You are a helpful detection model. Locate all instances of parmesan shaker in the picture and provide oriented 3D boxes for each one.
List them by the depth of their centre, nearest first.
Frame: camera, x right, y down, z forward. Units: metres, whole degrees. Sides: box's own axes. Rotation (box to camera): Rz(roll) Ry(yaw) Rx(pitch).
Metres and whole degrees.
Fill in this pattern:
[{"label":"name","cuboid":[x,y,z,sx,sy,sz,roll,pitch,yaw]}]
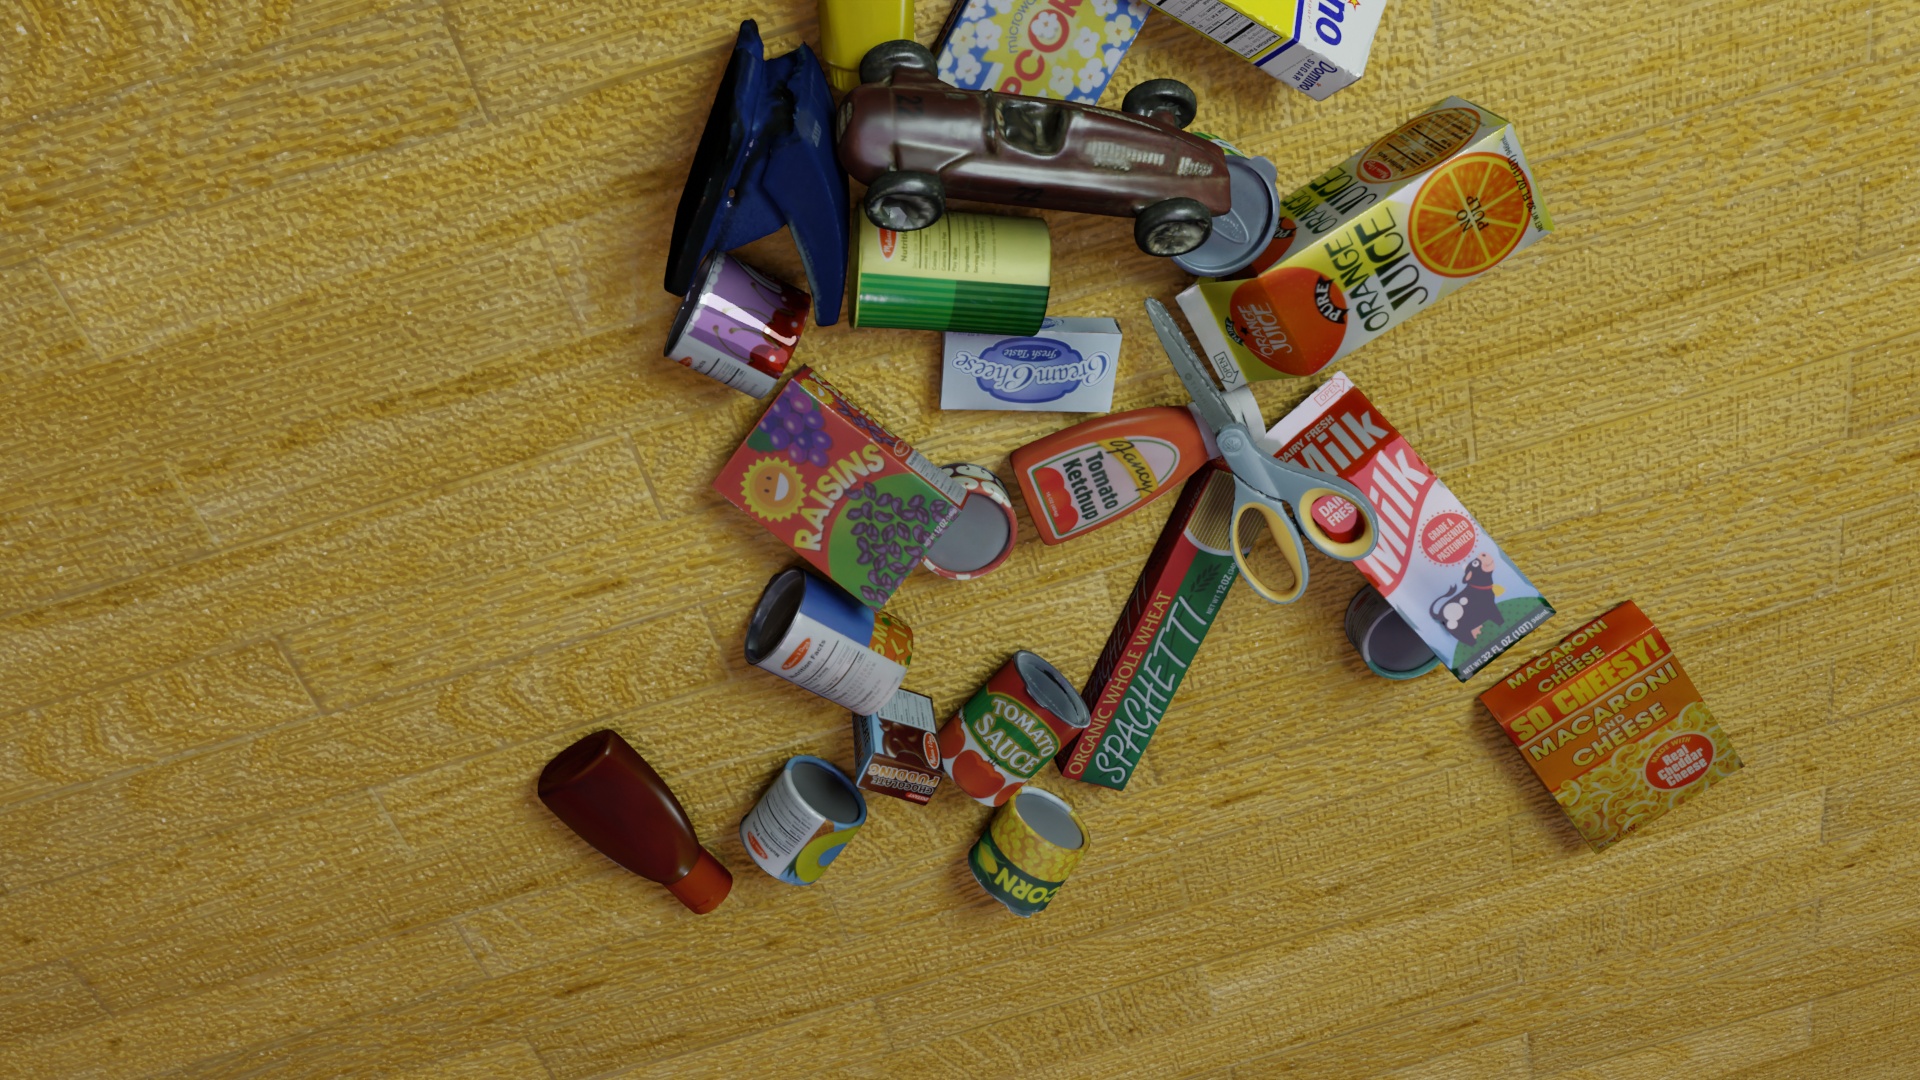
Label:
[{"label":"parmesan shaker","cuboid":[-0.007,-0.144,0.757,0.103,0.071,0.071,2,118,-10]}]

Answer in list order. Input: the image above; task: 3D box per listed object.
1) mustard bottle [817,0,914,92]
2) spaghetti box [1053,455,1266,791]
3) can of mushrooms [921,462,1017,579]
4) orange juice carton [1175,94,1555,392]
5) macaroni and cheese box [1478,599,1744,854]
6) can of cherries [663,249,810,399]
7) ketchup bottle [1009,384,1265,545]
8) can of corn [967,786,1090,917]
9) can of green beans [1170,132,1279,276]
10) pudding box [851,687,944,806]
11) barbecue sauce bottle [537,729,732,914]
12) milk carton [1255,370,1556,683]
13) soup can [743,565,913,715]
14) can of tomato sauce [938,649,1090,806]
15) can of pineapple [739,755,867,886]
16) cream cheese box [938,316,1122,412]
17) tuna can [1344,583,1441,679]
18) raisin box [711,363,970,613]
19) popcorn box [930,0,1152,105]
[{"label":"mustard bottle","cuboid":[-0.047,-0.276,0.687,0.049,0.065,0.159,-5,127,-7]},{"label":"spaghetti box","cuboid":[0.131,0.059,0.911,0.050,0.029,0.249,16,115,-15]},{"label":"can of mushrooms","cuboid":[0.003,-0.011,0.853,0.071,0.033,0.070,-3,118,-6]},{"label":"orange juice carton","cuboid":[0.218,-0.160,0.778,0.192,0.073,0.071,-31,118,10]},{"label":"macaroni and cheese box","cuboid":[0.465,0.136,0.993,0.123,0.040,0.166,-37,117,12]},{"label":"can of cherries","cuboid":[-0.121,-0.120,0.758,0.058,0.072,0.071,24,113,-19]},{"label":"ketchup bottle","cuboid":[0.108,-0.051,0.839,0.149,0.044,0.064,-22,110,3]},{"label":"can of corn","cuboid":[0.049,0.215,0.960,0.071,0.071,0.058,25,112,-19]},{"label":"can of green beans","cuboid":[0.134,-0.185,0.761,0.071,0.058,0.071,-3,119,-6]},{"label":"pudding box","cuboid":[-0.042,0.128,0.893,0.050,0.084,0.030,19,115,-18]},{"label":"barbecue sauce bottle","cuboid":[-0.211,0.193,0.928,0.065,0.044,0.148,-32,119,10]},{"label":"milk carton","cuboid":[0.267,-0.012,0.850,0.072,0.074,0.190,-42,98,14]},{"label":"soup can","cuboid":[-0.081,0.061,0.862,0.083,0.071,0.071,30,111,-26]},{"label":"can of tomato sauce","cuboid":[0.032,0.124,0.909,0.071,0.071,0.083,36,109,-23]},{"label":"can of pineapple","cuboid":[-0.103,0.186,0.928,0.071,0.071,0.057,30,111,-22]},{"label":"cream cheese box","cuboid":[0.040,-0.103,0.812,0.104,0.024,0.053,0,121,-8]},{"label":"tuna can","cuboid":[0.297,0.059,0.932,0.071,0.033,0.070,-3,119,-6]},{"label":"raisin box","cuboid":[-0.069,-0.030,0.808,0.123,0.040,0.086,38,110,-5]},{"label":"popcorn box","cuboid":[0.033,-0.251,0.723,0.085,0.038,0.126,24,112,-20]}]
